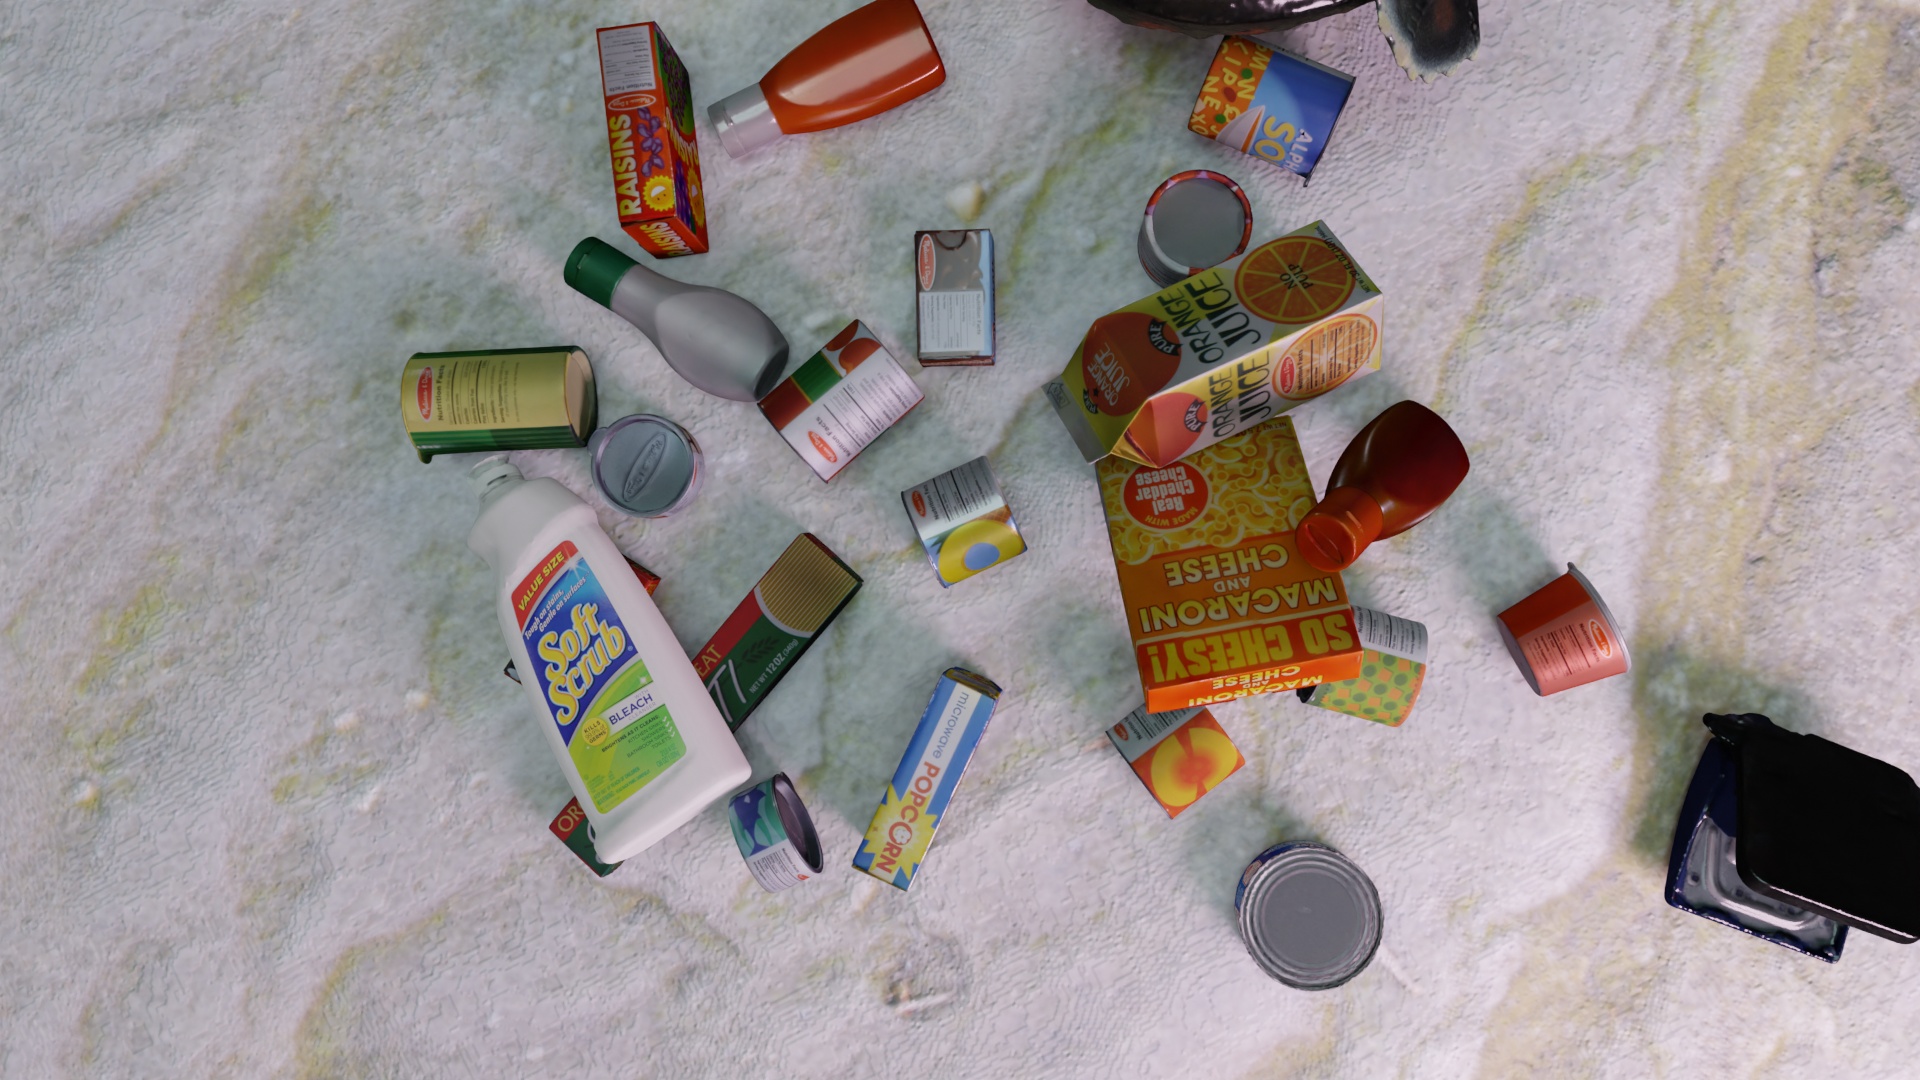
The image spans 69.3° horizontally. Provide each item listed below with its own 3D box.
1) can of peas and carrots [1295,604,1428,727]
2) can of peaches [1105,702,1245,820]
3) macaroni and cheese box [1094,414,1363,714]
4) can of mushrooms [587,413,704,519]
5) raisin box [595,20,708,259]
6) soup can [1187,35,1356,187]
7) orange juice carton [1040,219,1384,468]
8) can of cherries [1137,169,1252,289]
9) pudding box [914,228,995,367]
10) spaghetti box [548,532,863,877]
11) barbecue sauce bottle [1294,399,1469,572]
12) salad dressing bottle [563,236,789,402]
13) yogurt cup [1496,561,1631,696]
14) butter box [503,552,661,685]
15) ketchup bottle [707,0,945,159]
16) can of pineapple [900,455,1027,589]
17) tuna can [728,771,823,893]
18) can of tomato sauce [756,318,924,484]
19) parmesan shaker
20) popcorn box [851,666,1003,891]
[{"bbox_3d":[0.241,0.076,0.837,0.059,0.071,0.071,15,88,4],"label":"can of peas and carrots"},{"bbox_3d":[0.131,0.127,0.841,0.058,0.071,0.071,-38,86,1],"label":"can of peaches"},{"bbox_3d":[0.155,0.012,0.821,0.124,0.040,0.167,-10,57,3],"label":"macaroni and cheese box"},{"bbox_3d":[-0.201,-0.048,0.887,0.071,0.033,0.071,0,88,4],"label":"can of mushrooms"},{"bbox_3d":[-0.192,-0.247,0.871,0.040,0.086,0.123,-8,87,2],"label":"raisin box"},{"bbox_3d":[0.190,-0.267,0.857,0.084,0.071,0.071,24,89,5],"label":"soup can"},{"bbox_3d":[0.149,-0.108,0.829,0.193,0.072,0.072,-24,55,-2],"label":"orange juice carton"},{"bbox_3d":[0.146,-0.192,0.859,0.071,0.058,0.071,0,88,4],"label":"can of cherries"},{"bbox_3d":[-0.003,-0.153,0.881,0.050,0.030,0.083,-2,87,5],"label":"pudding box"},{"bbox_3d":[-0.161,0.104,0.879,0.050,0.028,0.250,41,90,6],"label":"spaghetti box"},{"bbox_3d":[0.243,-0.029,0.808,0.065,0.043,0.149,49,46,6],"label":"barbecue sauce bottle"},{"bbox_3d":[-0.182,-0.143,0.887,0.148,0.044,0.064,31,92,6],"label":"salad dressing bottle"},{"bbox_3d":[0.359,0.058,0.831,0.054,0.072,0.072,-27,86,11],"label":"yogurt cup"},{"bbox_3d":[-0.241,0.055,0.889,0.053,0.024,0.103,31,89,6],"label":"butter box"},{"bbox_3d":[-0.087,-0.292,0.887,0.149,0.043,0.065,-24,85,2],"label":"ketchup bottle"},{"bbox_3d":[0.003,-0.011,0.857,0.058,0.071,0.071,-24,86,2],"label":"can of pineapple"},{"bbox_3d":[-0.114,0.179,0.855,0.033,0.071,0.071,-26,86,3],"label":"tuna can"},{"bbox_3d":[-0.075,-0.088,0.866,0.083,0.071,0.071,-41,86,1],"label":"can of tomato sauce"},{"bbox_3d":[-0.289,-0.086,0.879,0.103,0.071,0.071,-2,87,3],"label":"parmesan shaker"},{"bbox_3d":[-0.018,0.140,0.839,0.038,0.085,0.126,26,89,4],"label":"popcorn box"}]
